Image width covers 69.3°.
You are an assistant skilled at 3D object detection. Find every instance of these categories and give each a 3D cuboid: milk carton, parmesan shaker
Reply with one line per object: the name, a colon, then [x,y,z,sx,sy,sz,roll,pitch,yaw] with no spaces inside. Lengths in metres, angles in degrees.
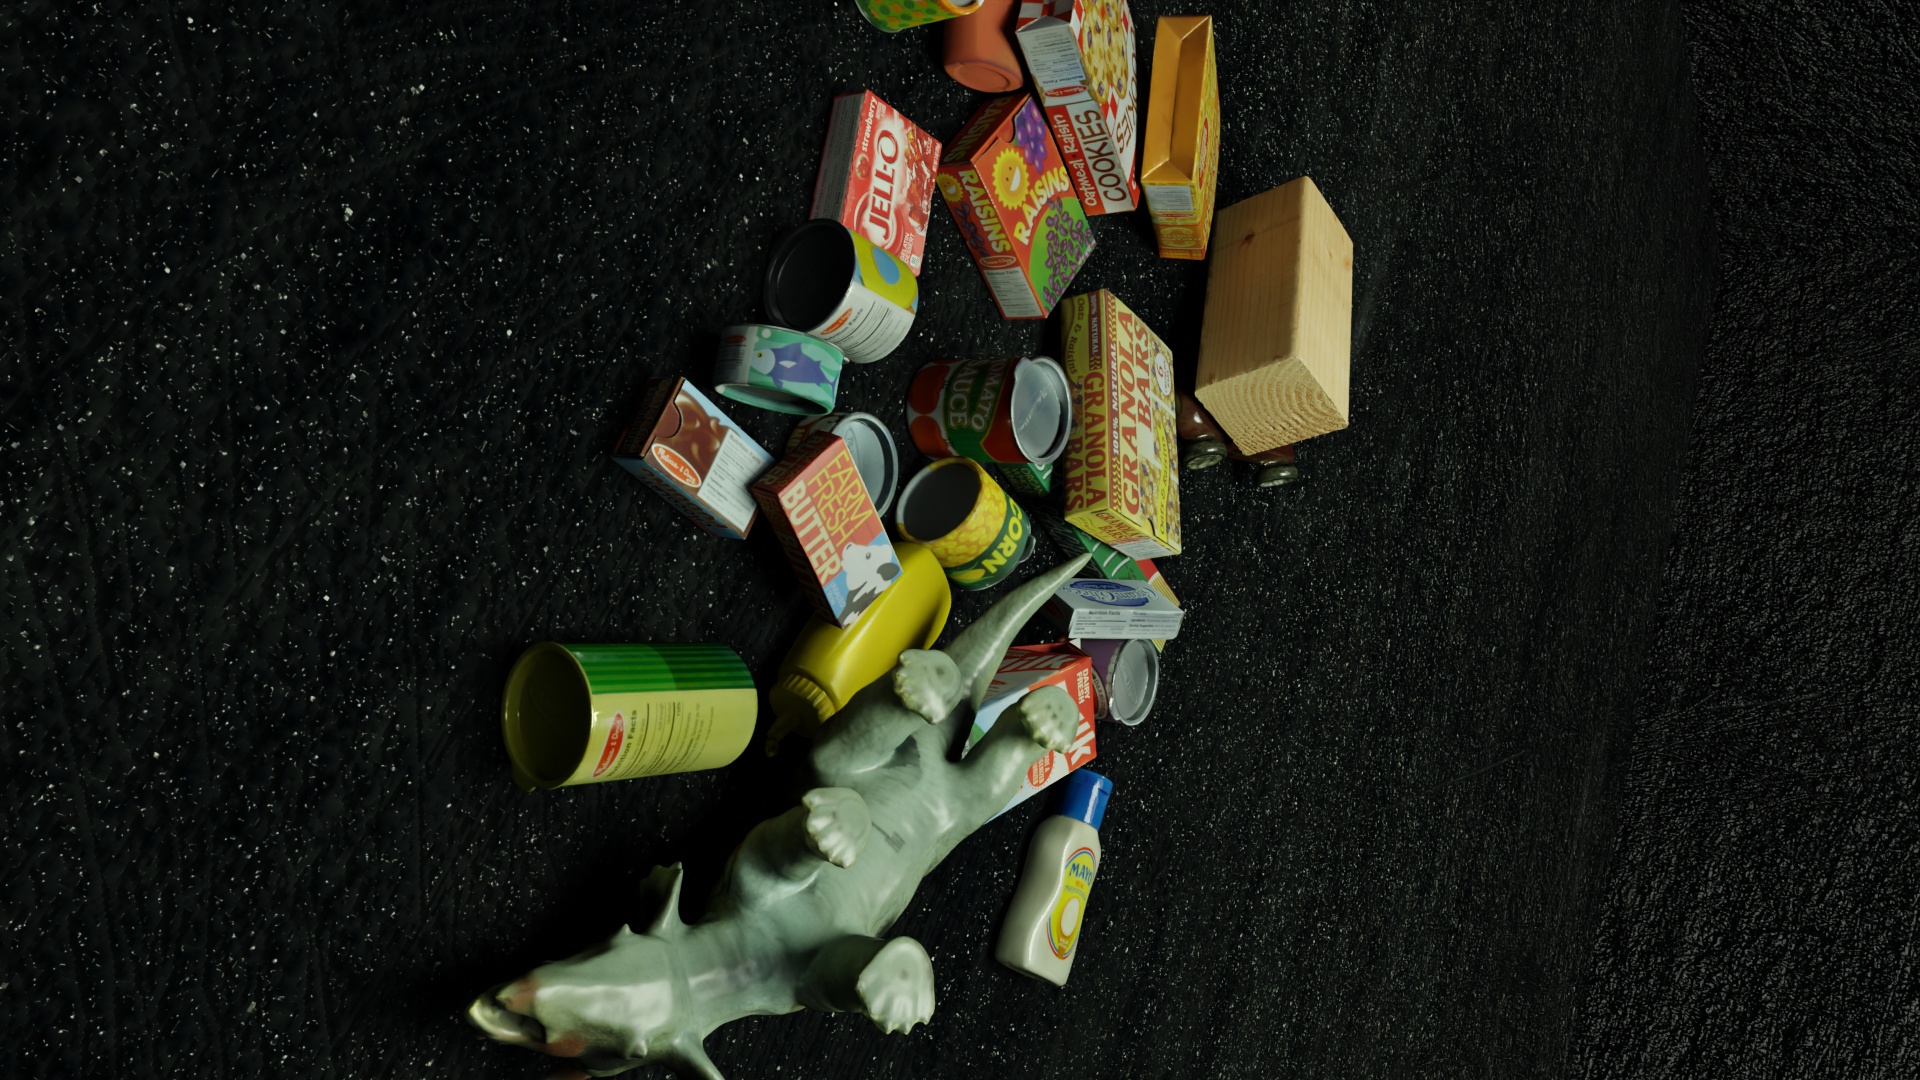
milk carton: [0.030,0.120,0.910,0.191,0.073,0.072,-19,108,-51]
parmesan shaker: [-0.158,0.084,0.668,0.103,0.071,0.071,5,89,-53]

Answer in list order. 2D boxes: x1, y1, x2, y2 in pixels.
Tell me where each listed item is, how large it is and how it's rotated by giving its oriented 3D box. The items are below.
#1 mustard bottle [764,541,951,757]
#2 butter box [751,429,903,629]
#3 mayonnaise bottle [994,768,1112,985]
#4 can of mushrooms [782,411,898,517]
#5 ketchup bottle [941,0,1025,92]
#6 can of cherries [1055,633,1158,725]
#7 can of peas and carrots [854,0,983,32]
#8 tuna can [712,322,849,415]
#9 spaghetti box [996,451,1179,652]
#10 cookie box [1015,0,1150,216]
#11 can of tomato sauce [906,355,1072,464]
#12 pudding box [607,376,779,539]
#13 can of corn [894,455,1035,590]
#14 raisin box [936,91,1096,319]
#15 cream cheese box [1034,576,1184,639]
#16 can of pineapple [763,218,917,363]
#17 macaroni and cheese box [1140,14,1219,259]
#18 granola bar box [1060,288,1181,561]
mustard bottle: [-0.066,0.066,0.800,0.161,0.049,0.065,-47,130,-38]
butter box: [-0.071,-0.006,0.756,0.053,0.024,0.103,-45,135,-26]
mayonnaise bottle: [0.072,0.239,0.999,0.064,0.041,0.148,41,61,-44]
can of mushrooms: [-0.071,-0.041,0.799,0.071,0.033,0.071,-8,99,-53]
ketchup bottle: [0.020,-0.367,0.883,0.065,0.043,0.148,5,88,-58]
can of cherries: [0.103,0.100,1.016,0.072,0.058,0.071,-8,100,-53]
can of peas and carrots: [-0.026,-0.337,0.814,0.071,0.058,0.071,-5,96,-53]
tuna can: [-0.094,-0.089,0.735,0.071,0.071,0.033,18,80,-52]
spaghetti box: [0.098,-0.002,1.027,0.249,0.028,0.050,51,53,-42]
cookie box: [0.088,-0.321,0.936,0.167,0.040,0.123,56,38,-53]
can of tomato sauce: [0.017,-0.082,0.869,0.071,0.083,0.071,-6,97,-52]
pudding box: [-0.135,-0.042,0.716,0.083,0.030,0.050,44,60,-45]
can of corn: [0.003,-0.011,0.866,0.058,0.071,0.071,44,59,-44]
raisin box: [0.038,-0.221,0.922,0.086,0.040,0.123,-56,133,-32]
cream cheese box: [0.104,0.049,0.992,0.104,0.053,0.024,3,114,-35]
can of pineapple: [-0.066,-0.139,0.771,0.058,0.071,0.071,20,77,-52]
macaroni and cheese box: [0.167,-0.293,1.034,0.166,0.040,0.124,29,67,-75]
granola bar box: [0.116,-0.081,1.000,0.124,0.039,0.166,27,59,-55]
